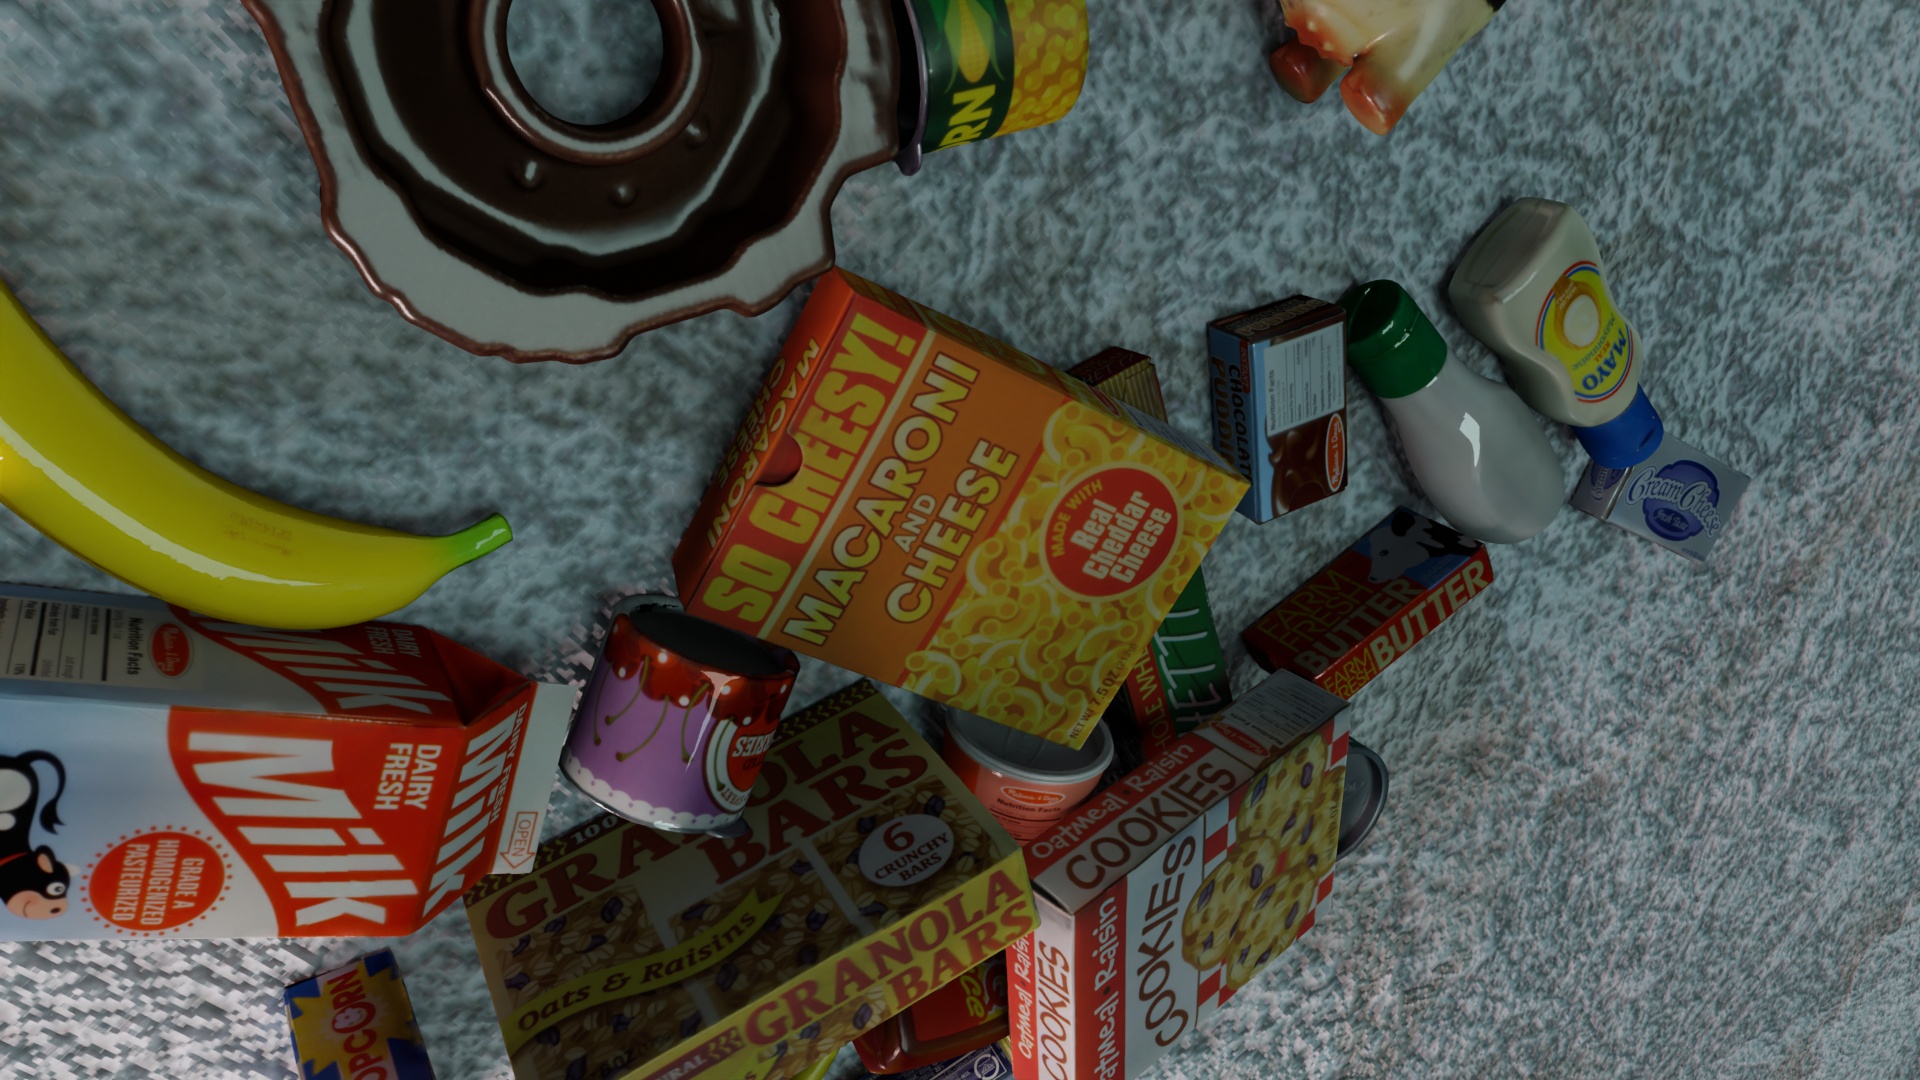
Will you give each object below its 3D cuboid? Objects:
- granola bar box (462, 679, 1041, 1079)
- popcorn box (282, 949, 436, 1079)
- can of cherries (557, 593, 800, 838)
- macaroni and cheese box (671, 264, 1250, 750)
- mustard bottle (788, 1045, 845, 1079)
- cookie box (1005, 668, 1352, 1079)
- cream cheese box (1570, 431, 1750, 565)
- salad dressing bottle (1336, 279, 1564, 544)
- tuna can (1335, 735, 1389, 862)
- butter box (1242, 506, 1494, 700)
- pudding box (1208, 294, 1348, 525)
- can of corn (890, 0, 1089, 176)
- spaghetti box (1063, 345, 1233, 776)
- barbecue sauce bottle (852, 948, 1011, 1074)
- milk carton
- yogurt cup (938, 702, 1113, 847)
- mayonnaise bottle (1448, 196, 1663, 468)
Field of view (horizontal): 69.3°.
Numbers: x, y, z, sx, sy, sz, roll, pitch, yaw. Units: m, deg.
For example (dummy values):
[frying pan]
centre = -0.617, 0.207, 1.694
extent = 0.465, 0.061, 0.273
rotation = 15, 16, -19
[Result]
[granola bar box]
centre = -0.074, 0.125, 0.475
extent = 0.166, 0.124, 0.039
rotation = -26, 122, -18
[popcorn box]
centre = -0.181, 0.206, 0.448
extent = 0.038, 0.127, 0.084
rotation = -19, 119, -25
[can of cherries]
centre = -0.092, 0.058, 0.470
extent = 0.071, 0.071, 0.058
rotation = 16, 101, -34
[macaroni and cheese box]
centre = 0.002, -0.006, 0.490
extent = 0.166, 0.040, 0.123
rotation = 22, 107, -26
[mustard bottle]
centre = -0.095, 0.261, 0.569
extent = 0.160, 0.049, 0.065
rotation = -51, 126, -3
[cookie box]
centre = 0.091, 0.144, 0.572
extent = 0.168, 0.040, 0.122
rotation = -27, 128, -33
[cream cheese box]
centre = 0.366, -0.025, 0.725
extent = 0.104, 0.024, 0.053
rotation = 17, 101, -34
[salad dressing bottle]
centre = 0.214, -0.055, 0.611
extent = 0.147, 0.044, 0.064
rotation = 40, 67, -32
[tuna can]
centre = 0.170, 0.119, 0.669
extent = 0.071, 0.033, 0.070
rotation = -12, 116, -25
[butter box]
centre = 0.183, 0.030, 0.626
extent = 0.104, 0.053, 0.024
rotation = -36, 122, -12
[pudding box]
centre = 0.132, -0.054, 0.574
extent = 0.050, 0.030, 0.083
rotation = -21, 120, -22
[can of corn]
centre = 0.000, -0.154, 0.431
extent = 0.058, 0.071, 0.070
rotation = -20, 120, -22
[spaghetti box]
centre = 0.080, 0.039, 0.585
extent = 0.050, 0.029, 0.249
rotation = -29, 122, -16
[barbecue sauce bottle]
centre = 0.020, 0.178, 0.594
extent = 0.149, 0.065, 0.043
rotation = -2, 150, -37
[milk carton]
centre = -0.212, 0.065, 0.402
extent = 0.191, 0.073, 0.072
rotation = 9, 106, -33
[yogurt cup]
centre = 0.022, 0.095, 0.556
extent = 0.072, 0.072, 0.053
rotation = -2, 120, -29
[mayonnaise bottle]
centre = 0.280, -0.088, 0.638
extent = 0.148, 0.041, 0.065
rotation = 40, 87, -35
